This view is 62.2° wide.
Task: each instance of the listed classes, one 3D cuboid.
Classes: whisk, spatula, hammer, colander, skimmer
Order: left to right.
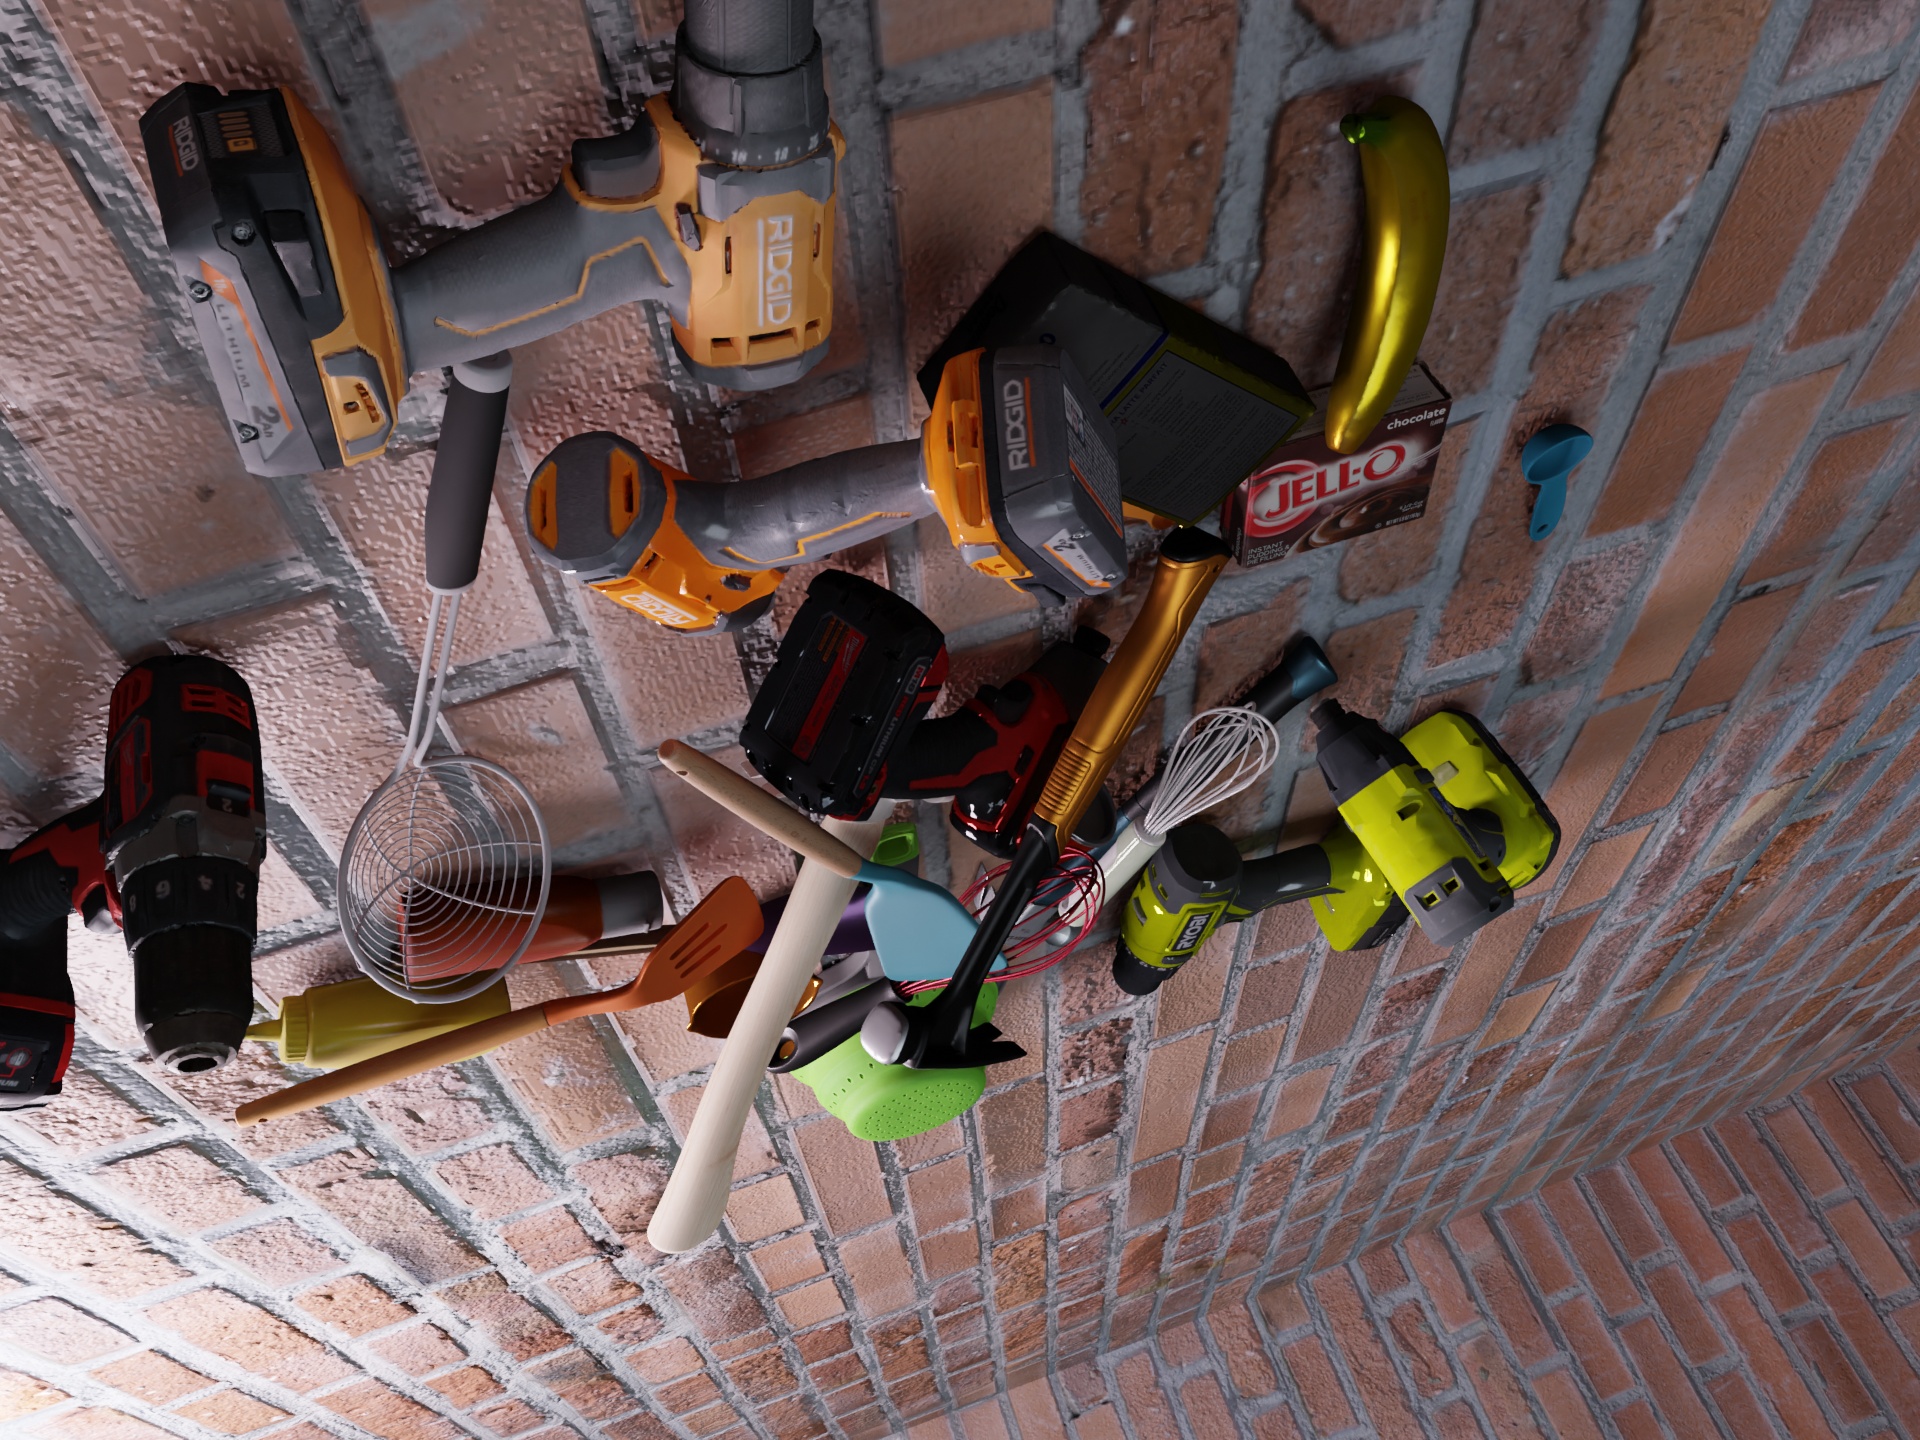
[{"bbox_3d":[-0.223,-0.005,0.736,0.127,0.090,0.363,-37,161,-45],"label":"skimmer"},{"bbox_3d":[-0.270,0.174,0.944,0.322,0.041,0.081,-18,147,-5],"label":"spatula"},{"bbox_3d":[-0.189,0.135,0.995,0.315,0.018,0.059,-3,125,-17],"label":"spatula"},{"bbox_3d":[-0.130,0.186,0.994,0.146,0.038,0.410,-2,126,-43],"label":"hammer"},{"bbox_3d":[-0.071,0.081,0.864,0.082,0.044,0.317,-10,154,22],"label":"spatula"},{"bbox_3d":[-0.041,0.210,1.150,0.204,0.095,0.396,-14,147,-13],"label":"colander"},{"bbox_3d":[-0.024,0.164,1.034,0.296,0.073,0.073,-33,146,26],"label":"whisk"},{"bbox_3d":[0.063,0.048,0.891,0.127,0.034,0.337,16,105,-53],"label":"hammer"},{"bbox_3d":[0.131,0.057,1.093,0.128,0.033,0.331,13,133,-44],"label":"hammer"},{"bbox_3d":[0.127,0.067,1.037,0.059,0.058,0.246,26,135,-10],"label":"whisk"}]

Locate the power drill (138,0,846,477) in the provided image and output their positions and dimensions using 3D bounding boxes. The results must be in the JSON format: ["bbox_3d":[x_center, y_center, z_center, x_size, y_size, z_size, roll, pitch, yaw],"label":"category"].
[{"bbox_3d":[-0.147,-0.181,0.540,0.226,0.084,0.185,-16,147,-19],"label":"power drill"}]

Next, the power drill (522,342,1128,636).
[{"bbox_3d":[-0.048,-0.085,0.685,0.226,0.084,0.164,-8,167,17],"label":"power drill"}]

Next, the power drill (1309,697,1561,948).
[{"bbox_3d":[0.319,0.056,1.073,0.080,0.171,0.223,-40,162,25],"label":"power drill"}]

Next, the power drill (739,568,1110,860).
[{"bbox_3d":[-0.001,-0.003,0.867,0.219,0.079,0.143,16,104,-50],"label":"power drill"}]

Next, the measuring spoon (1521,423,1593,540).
[{"bbox_3d":[0.351,-0.144,0.958,0.042,0.021,0.128,-25,156,5],"label":"measuring spoon"}]

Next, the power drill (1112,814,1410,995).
[{"bbox_3d":[0.232,0.144,1.242,0.228,0.080,0.190,-7,144,-19],"label":"power drill"}]

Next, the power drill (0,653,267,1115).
[{"bbox_3d":[-0.387,0.098,0.702,0.226,0.188,0.080,-33,147,23],"label":"power drill"}]

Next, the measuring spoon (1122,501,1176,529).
[{"bbox_3d":[0.071,-0.120,0.824,0.116,0.011,0.021,12,133,-37],"label":"measuring spoon"}]

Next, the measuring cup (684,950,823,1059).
[{"bbox_3d":[-0.140,0.192,1.108,0.095,0.052,0.173,-20,149,-5],"label":"measuring cup"}]
